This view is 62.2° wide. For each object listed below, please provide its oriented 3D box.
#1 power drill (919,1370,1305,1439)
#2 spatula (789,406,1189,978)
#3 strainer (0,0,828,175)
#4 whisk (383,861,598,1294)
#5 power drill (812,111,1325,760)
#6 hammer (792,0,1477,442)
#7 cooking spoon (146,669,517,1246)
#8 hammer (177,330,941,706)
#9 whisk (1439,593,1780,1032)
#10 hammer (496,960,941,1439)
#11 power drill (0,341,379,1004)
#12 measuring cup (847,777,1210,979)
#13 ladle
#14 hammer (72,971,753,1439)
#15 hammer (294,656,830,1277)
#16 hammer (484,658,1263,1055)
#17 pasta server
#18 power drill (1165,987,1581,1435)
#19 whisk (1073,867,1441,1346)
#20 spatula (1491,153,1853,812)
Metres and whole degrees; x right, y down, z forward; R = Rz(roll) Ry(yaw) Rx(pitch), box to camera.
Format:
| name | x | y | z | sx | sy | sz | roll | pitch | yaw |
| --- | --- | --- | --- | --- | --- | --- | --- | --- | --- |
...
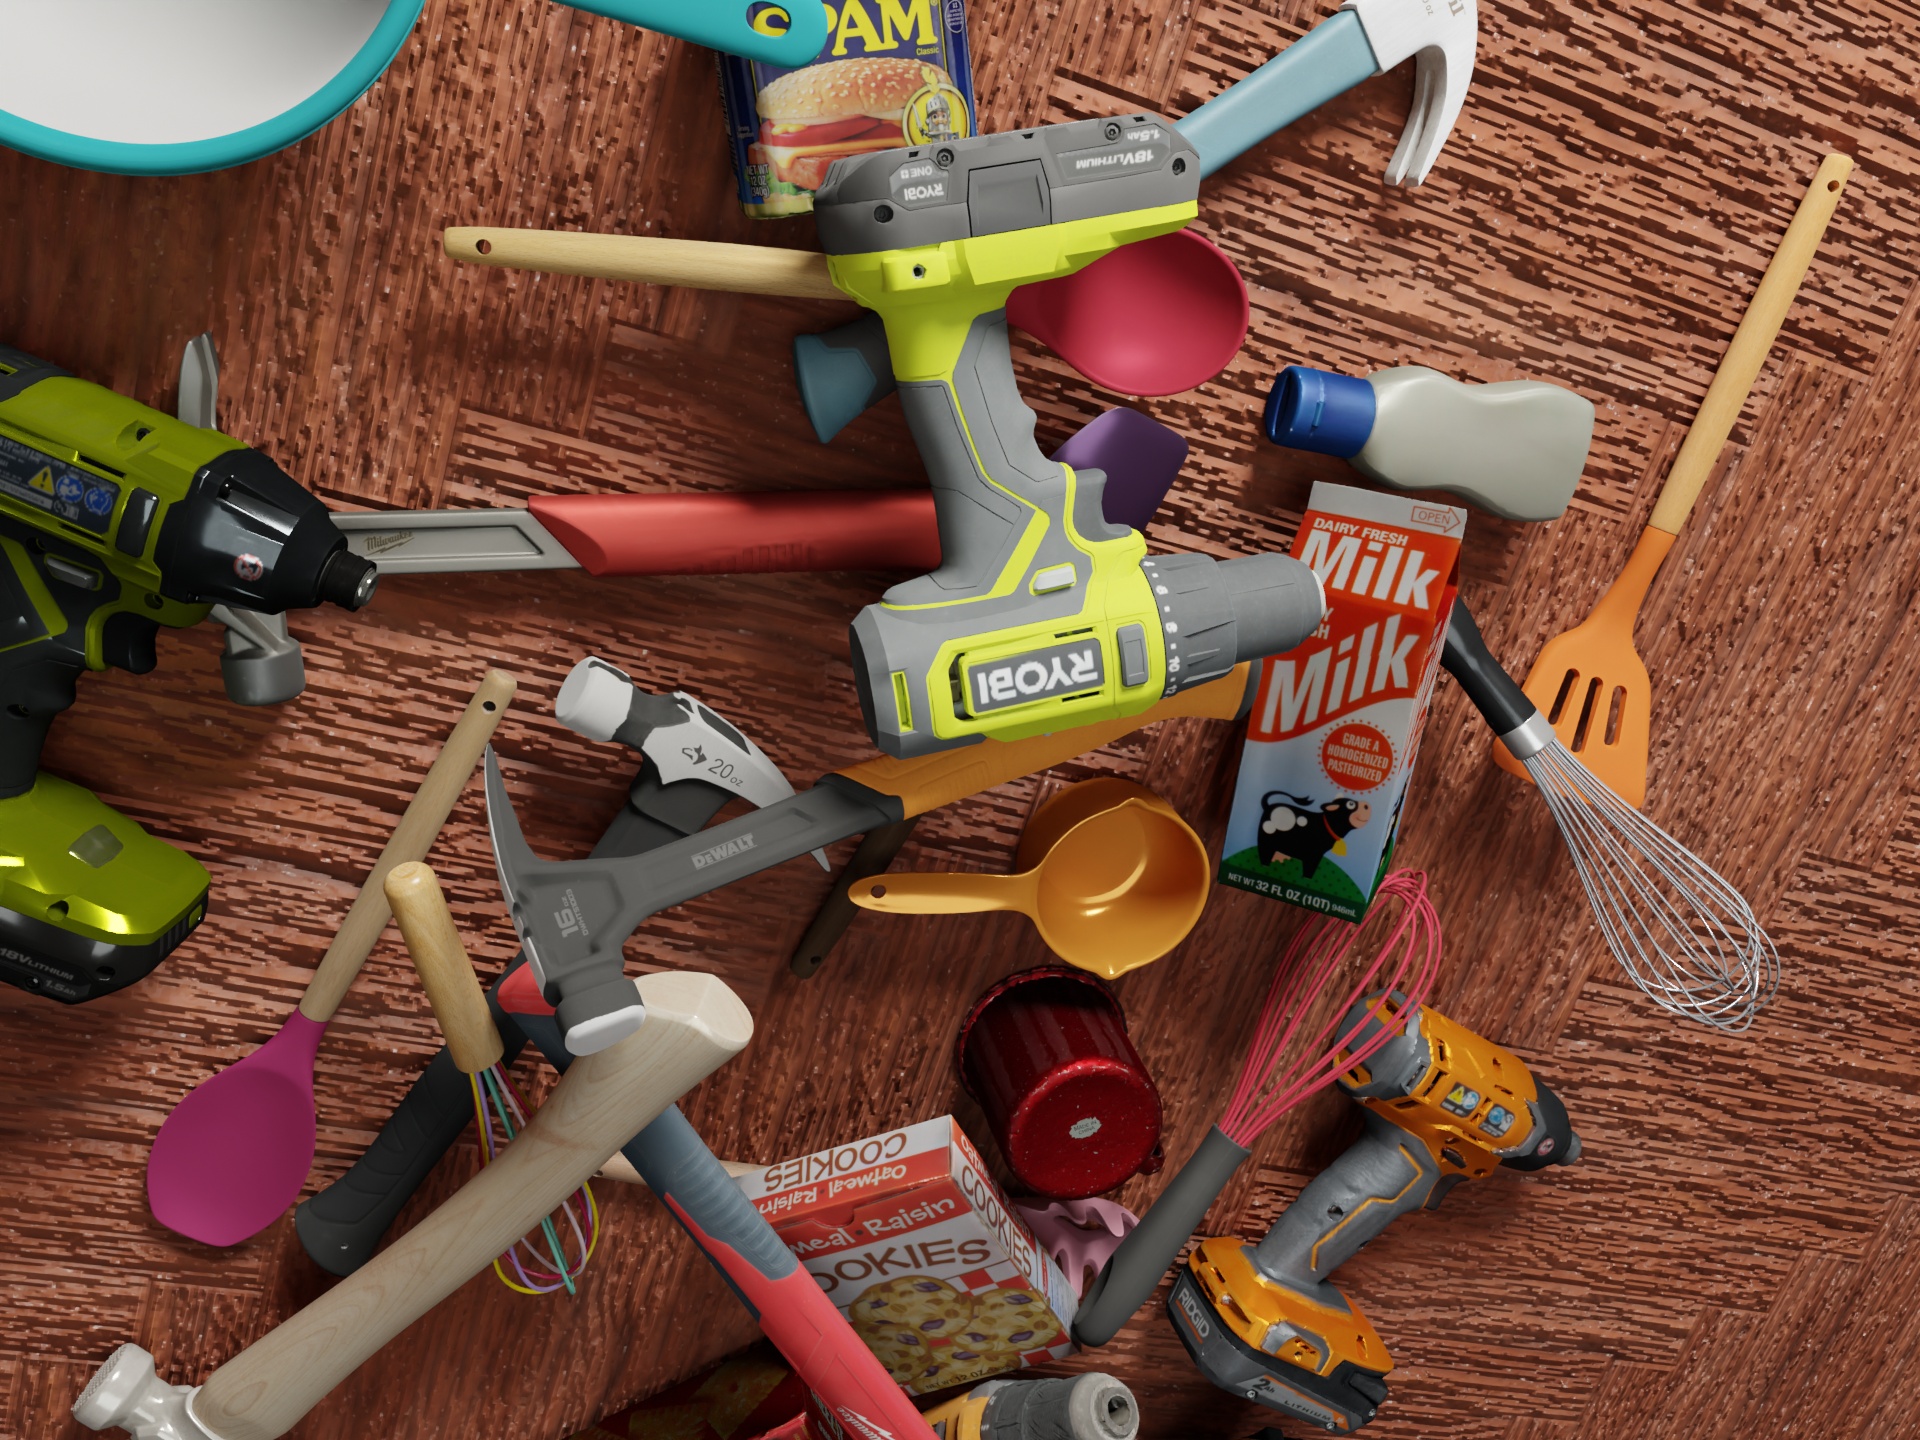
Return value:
| name | x | y | z | sx | sy | sz | roll | pitch | yaw |
| --- | --- | --- | --- | --- | --- | --- | --- | --- | --- |
| power drill | 0.094 | 0.408 | 0.856 | 0.226 | 0.084 | 0.185 | 26 | 137 | -21 |
| spatula | -0.001 | -0.002 | 0.718 | 0.059 | 0.018 | 0.315 | 20 | 114 | -27 |
| strainer | -0.215 | -0.284 | 0.543 | 0.340 | 0.095 | 0.211 | 9 | 111 | -19 |
| whisk | -0.209 | 0.168 | 0.704 | 0.047 | 0.051 | 0.244 | -14 | 120 | -6 |
| power drill | 0.042 | -0.107 | 0.610 | 0.190 | 0.080 | 0.228 | -12 | 111 | -9 |
| hammer | 0.070 | -0.223 | 0.666 | 0.331 | 0.033 | 0.128 | -33 | 113 | 1 |
| cooking spoon | -0.281 | 0.112 | 0.721 | 0.068 | 0.017 | 0.319 | 30 | 102 | -14 |
| hammer | -0.131 | -0.087 | 0.670 | 0.359 | 0.037 | 0.149 | -3 | 111 | -12 |
| whisk | 0.291 | 0.033 | 0.762 | 0.070 | 0.070 | 0.284 | -38 | 90 | 3 |
| hammer | -0.097 | 0.269 | 0.739 | 0.143 | 0.038 | 0.386 | -27 | 106 | 24 |
| power drill | -0.332 | -0.012 | 0.608 | 0.171 | 0.080 | 0.223 | 24 | 109 | -7 |
| measuring cup | 0.030 | 0.071 | 0.762 | 0.173 | 0.052 | 0.095 | 0 | 111 | -11 |
| ladle | -0.040 | -0.173 | 0.629 | 0.315 | 0.031 | 0.069 | 3 | 106 | -11 |
| hammer | -0.229 | 0.246 | 0.707 | 0.146 | 0.038 | 0.410 | 42 | 113 | -16 |
| hammer | -0.200 | 0.133 | 0.733 | 0.146 | 0.035 | 0.334 | 31 | 104 | -32 |
| hammer | -0.023 | 0.018 | 0.663 | 0.337 | 0.127 | 0.034 | -20 | 155 | -19 |
| pasta server | -0.043 | 0.254 | 0.822 | 0.316 | 0.040 | 0.060 | 13 | 126 | -16 |
| power drill | 0.235 | 0.273 | 0.874 | 0.164 | 0.084 | 0.226 | 29 | 98 | -22 |
| whisk | 0.150 | 0.197 | 0.810 | 0.073 | 0.073 | 0.296 | 37 | 89 | -23 |
| spatula | 0.355 | -0.114 | 0.771 | 0.081 | 0.041 | 0.322 | 20 | 104 | -1 |
